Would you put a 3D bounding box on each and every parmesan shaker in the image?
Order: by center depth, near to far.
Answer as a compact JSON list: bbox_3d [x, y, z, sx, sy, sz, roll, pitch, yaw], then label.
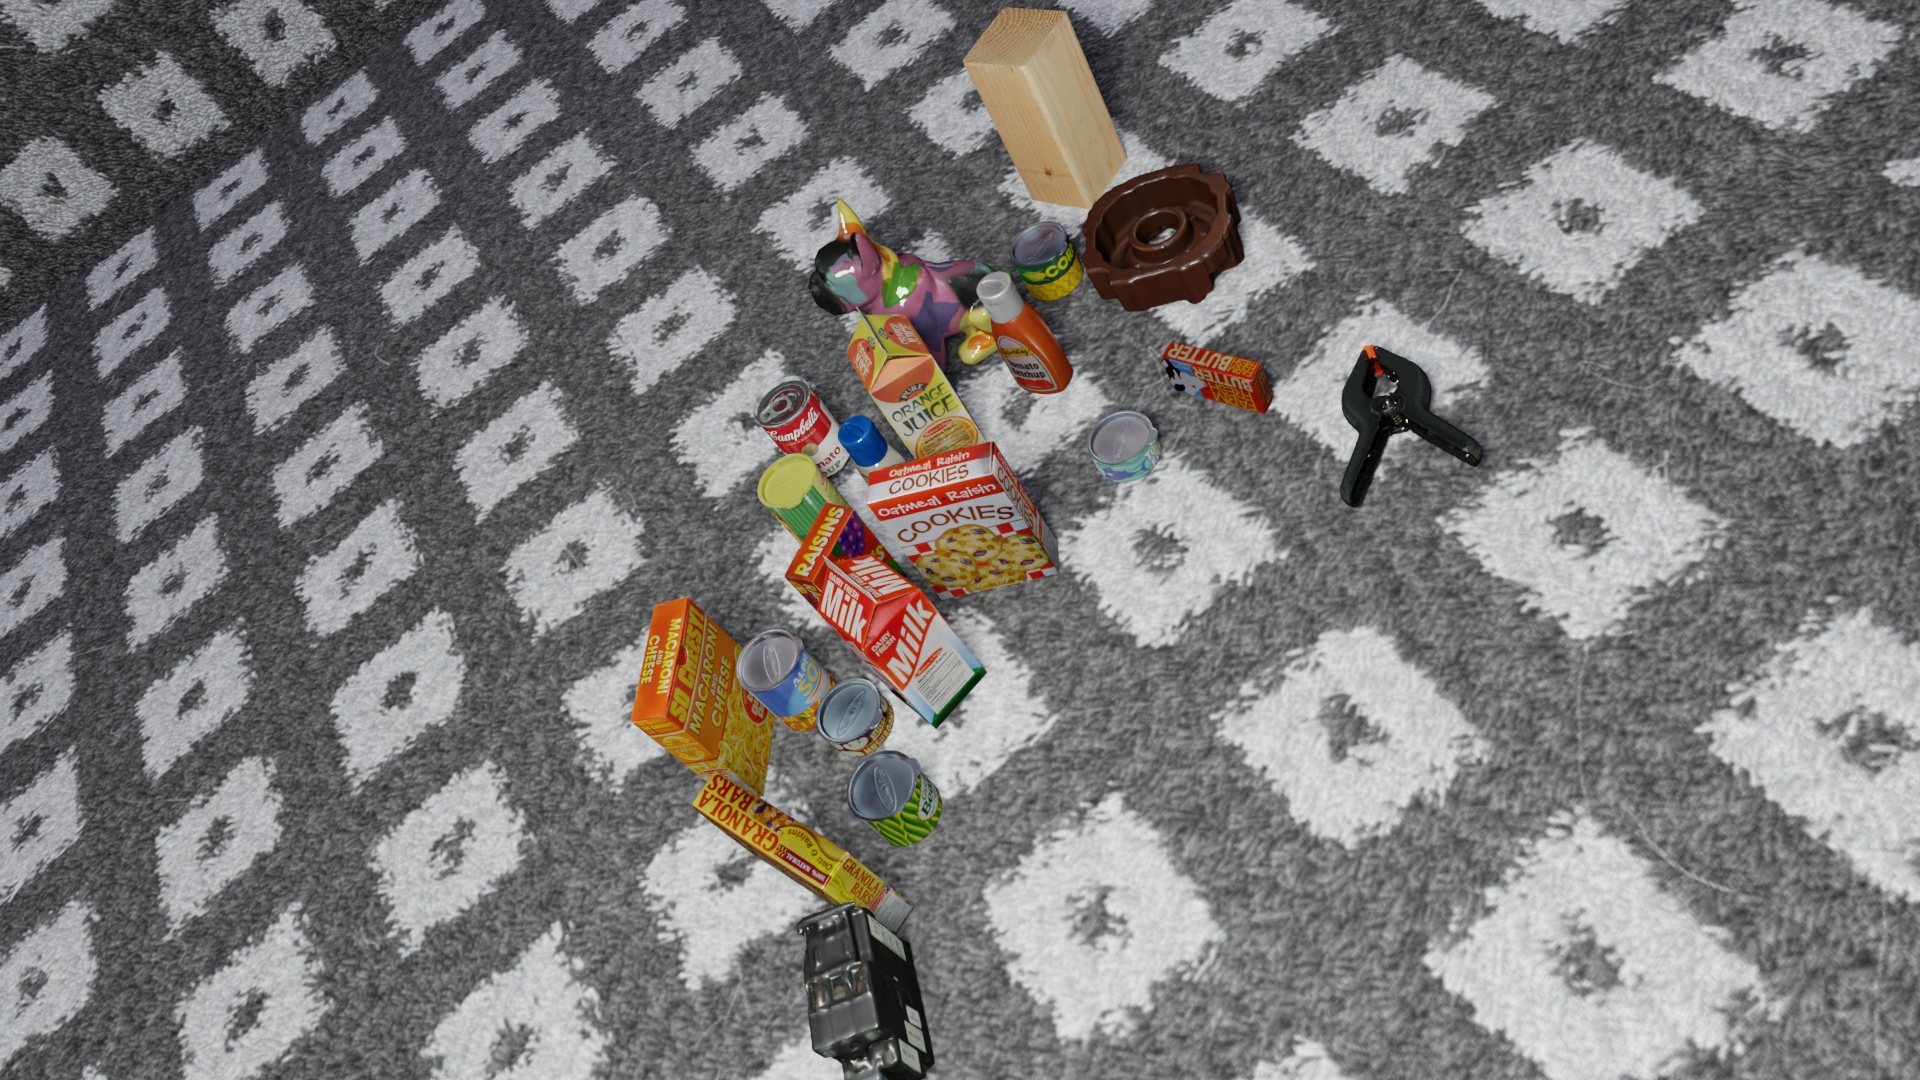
[{"bbox_3d":[-0.152,-0.030,1.412,0.071,0.102,0.071,-14,51,19],"label":"parmesan shaker"}]

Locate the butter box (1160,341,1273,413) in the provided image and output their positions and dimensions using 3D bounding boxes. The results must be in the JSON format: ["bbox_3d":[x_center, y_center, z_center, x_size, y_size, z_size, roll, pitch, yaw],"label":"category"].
[{"bbox_3d":[0.246,-0.156,1.329,0.103,0.053,0.024,21,68,37],"label":"butter box"}]

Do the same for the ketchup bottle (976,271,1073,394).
[{"bbox_3d":[0.061,-0.209,1.402,0.065,0.148,0.044,12,63,34],"label":"ketchup bottle"}]

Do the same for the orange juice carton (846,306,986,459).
[{"bbox_3d":[-0.050,-0.152,1.388,0.073,0.192,0.072,-32,48,4],"label":"orange juice carton"}]

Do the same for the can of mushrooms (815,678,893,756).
[{"bbox_3d":[-0.095,0.165,1.283,0.071,0.033,0.071,-14,51,18],"label":"can of mushrooms"}]

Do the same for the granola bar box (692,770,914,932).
[{"bbox_3d":[-0.133,0.266,1.166,0.166,0.123,0.039,21,69,38],"label":"granola bar box"}]

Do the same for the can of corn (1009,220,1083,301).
[{"bbox_3d":[0.096,-0.304,1.515,0.071,0.058,0.071,-14,51,18],"label":"can of corn"}]

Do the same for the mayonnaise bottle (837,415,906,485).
[{"bbox_3d":[-0.072,-0.065,1.365,0.065,0.147,0.041,29,74,40],"label":"mayonnaise bottle"}]

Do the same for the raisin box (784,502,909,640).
[{"bbox_3d":[-0.107,0.034,1.326,0.040,0.123,0.086,12,63,34],"label":"raisin box"}]

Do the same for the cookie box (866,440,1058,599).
[{"bbox_3d":[0.005,-0.016,1.275,0.123,0.167,0.040,-13,51,19],"label":"cookie box"}]

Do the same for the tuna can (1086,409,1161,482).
[{"bbox_3d":[0.161,-0.091,1.339,0.071,0.032,0.071,-14,51,18],"label":"tuna can"}]

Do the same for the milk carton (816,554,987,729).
[{"bbox_3d":[-0.058,0.080,1.220,0.073,0.190,0.072,-47,48,-10],"label":"milk carton"}]

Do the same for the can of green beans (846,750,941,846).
[{"bbox_3d":[-0.057,0.224,1.202,0.071,0.057,0.071,-14,51,18],"label":"can of green beans"}]

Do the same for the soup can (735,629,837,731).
[{"bbox_3d":[-0.159,0.131,1.308,0.071,0.083,0.072,-14,51,19],"label":"soup can"}]

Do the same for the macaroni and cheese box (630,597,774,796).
[{"bbox_3d":[-0.229,0.147,1.277,0.040,0.166,0.124,-12,52,20],"label":"macaroni and cheese box"}]
